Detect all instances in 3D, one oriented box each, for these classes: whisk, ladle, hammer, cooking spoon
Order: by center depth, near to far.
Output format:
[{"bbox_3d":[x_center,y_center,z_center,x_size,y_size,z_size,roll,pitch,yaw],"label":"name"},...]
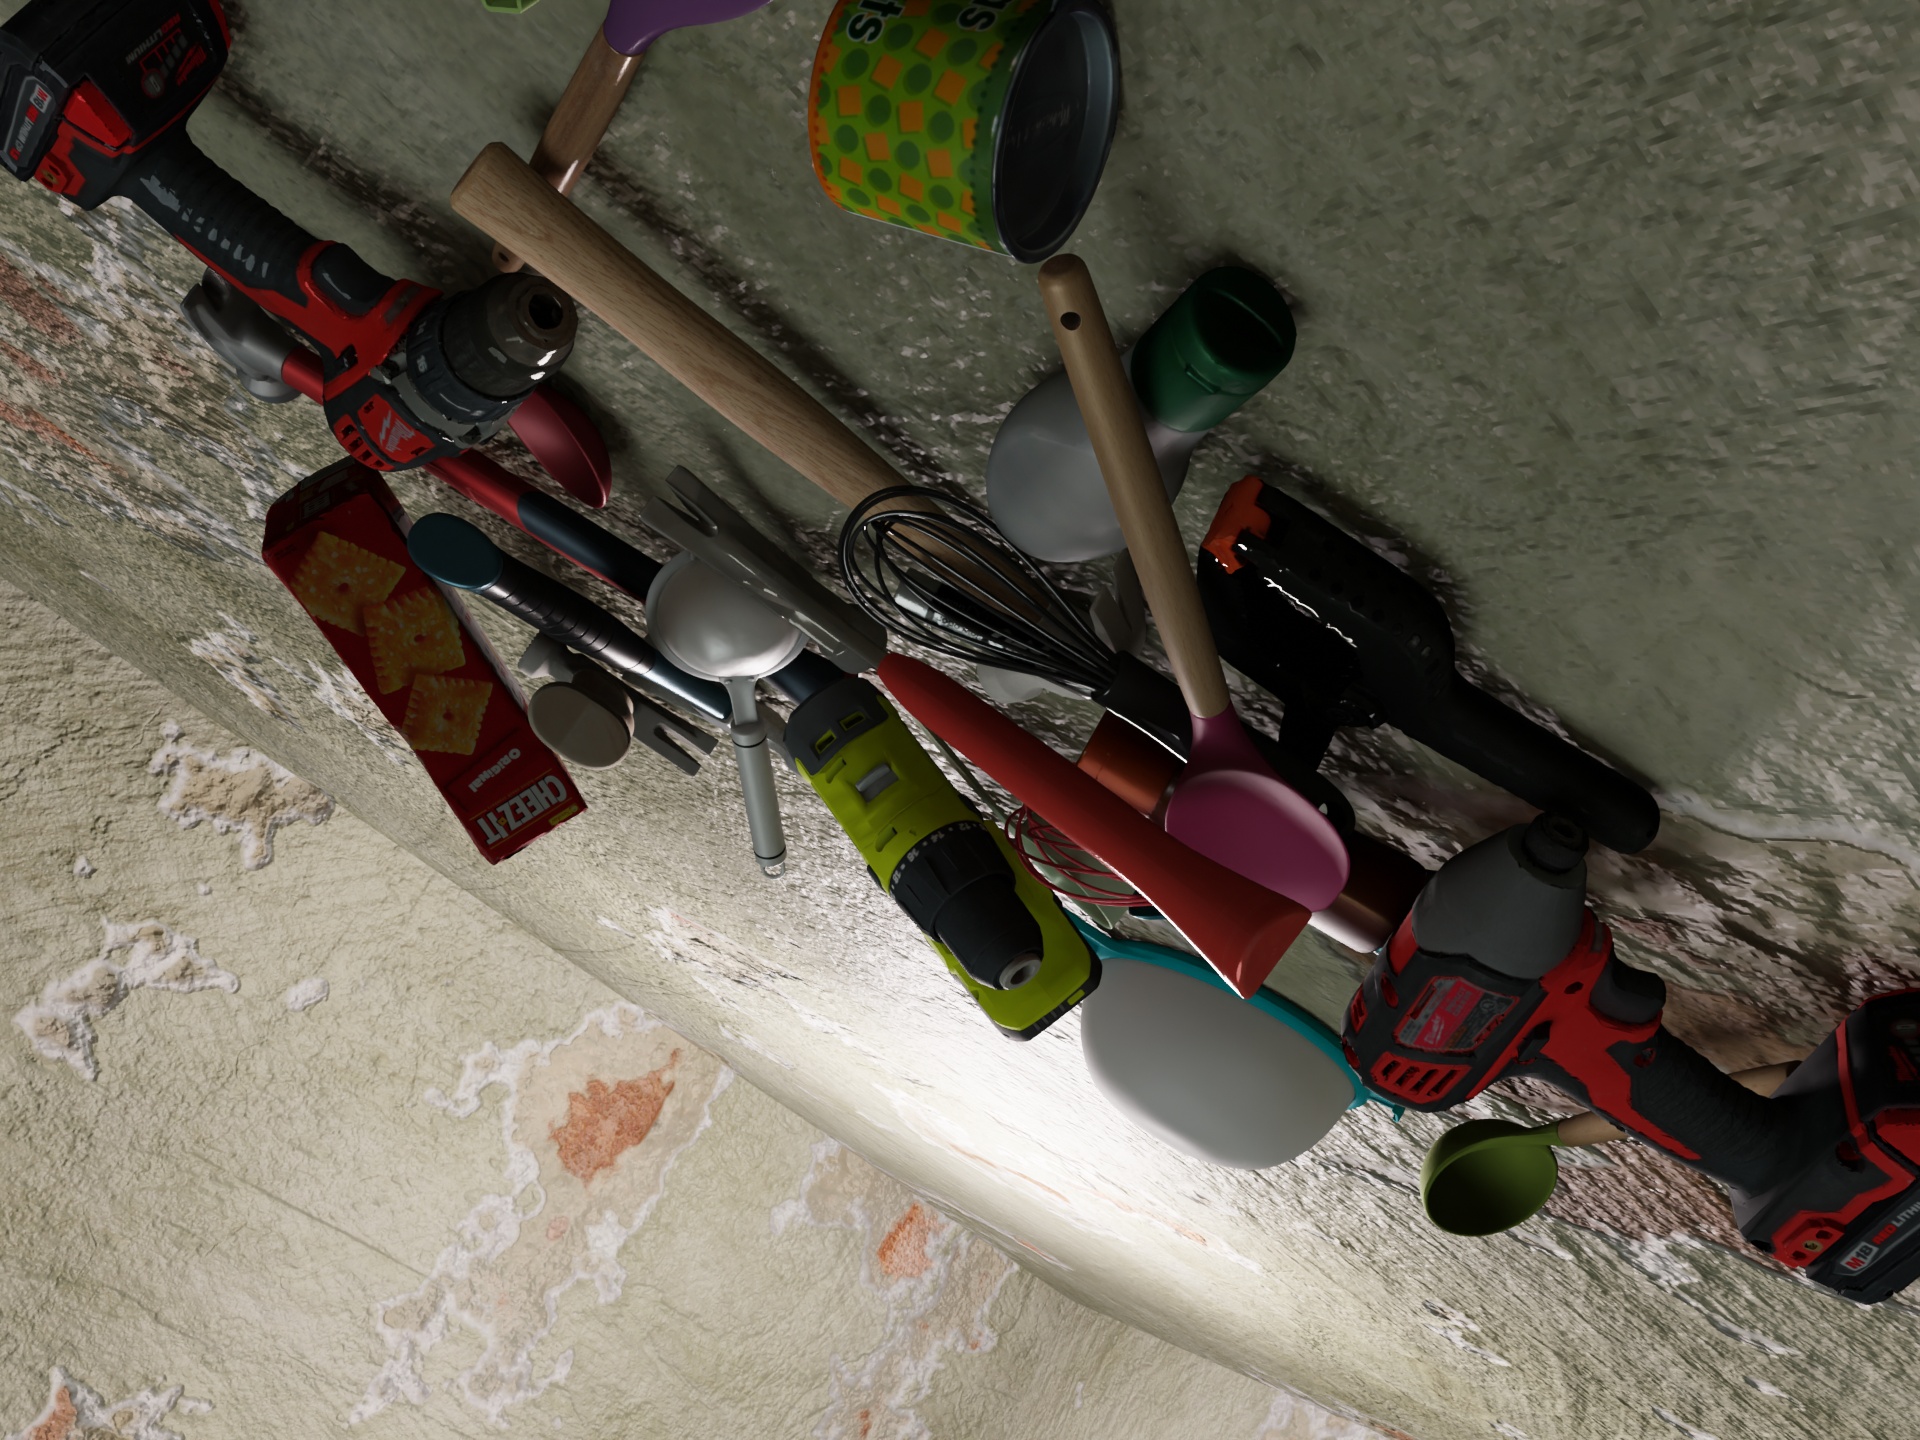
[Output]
[{"bbox_3d":[0.080,-0.023,0.545,0.069,0.017,0.318,-3,139,23],"label":"cooking spoon"},{"bbox_3d":[0.057,-0.014,0.609,0.239,0.055,0.055,31,160,-14],"label":"whisk"},{"bbox_3d":[-0.053,-0.108,0.633,0.331,0.031,0.130,36,158,-25],"label":"hammer"},{"bbox_3d":[-0.001,-0.002,0.644,0.149,0.037,0.359,37,180,-44],"label":"hammer"},{"bbox_3d":[0.149,0.069,0.756,0.296,0.073,0.073,10,151,33],"label":"whisk"},{"bbox_3d":[-0.296,-0.206,0.772,0.315,0.031,0.069,34,156,-4],"label":"ladle"},{"bbox_3d":[0.319,0.214,0.792,0.078,0.062,0.320,2,158,-9],"label":"ladle"},{"bbox_3d":[-0.224,-0.112,0.846,0.386,0.038,0.143,31,170,-6],"label":"hammer"},{"bbox_3d":[-0.184,-0.040,0.870,0.128,0.033,0.330,28,176,22],"label":"hammer"},{"bbox_3d":[-0.201,0.000,0.930,0.146,0.038,0.411,34,177,-12],"label":"hammer"}]

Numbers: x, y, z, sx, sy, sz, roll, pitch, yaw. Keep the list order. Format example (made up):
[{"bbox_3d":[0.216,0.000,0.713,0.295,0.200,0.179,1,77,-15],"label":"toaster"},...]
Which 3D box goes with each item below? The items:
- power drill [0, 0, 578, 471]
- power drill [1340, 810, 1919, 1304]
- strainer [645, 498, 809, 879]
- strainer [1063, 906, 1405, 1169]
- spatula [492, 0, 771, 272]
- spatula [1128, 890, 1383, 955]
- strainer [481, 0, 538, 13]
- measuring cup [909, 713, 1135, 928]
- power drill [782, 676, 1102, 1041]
[{"bbox_3d":[-0.269,-0.201,0.650,0.226,0.080,0.188,45,151,-27],"label":"power drill"},{"bbox_3d":[0.270,0.120,0.601,0.219,0.079,0.143,22,130,5],"label":"power drill"},{"bbox_3d":[-0.114,0.000,0.854,0.087,0.050,0.258,-7,133,-4],"label":"strainer"},{"bbox_3d":[0.111,0.205,1.056,0.340,0.095,0.211,36,159,-16],"label":"strainer"},{"bbox_3d":[-0.116,-0.212,0.526,0.059,0.018,0.316,41,156,-17],"label":"spatula"},{"bbox_3d":[0.240,0.137,0.799,0.317,0.044,0.082,25,-168,9],"label":"spatula"},{"bbox_3d":[-0.128,-0.245,0.304,0.151,0.069,0.256,41,153,-15],"label":"strainer"},{"bbox_3d":[0.038,0.043,0.886,0.167,0.038,0.083,47,172,6],"label":"measuring cup"},{"bbox_3d":[0.003,0.094,0.874,0.191,0.080,0.228,51,177,32],"label":"power drill"}]
